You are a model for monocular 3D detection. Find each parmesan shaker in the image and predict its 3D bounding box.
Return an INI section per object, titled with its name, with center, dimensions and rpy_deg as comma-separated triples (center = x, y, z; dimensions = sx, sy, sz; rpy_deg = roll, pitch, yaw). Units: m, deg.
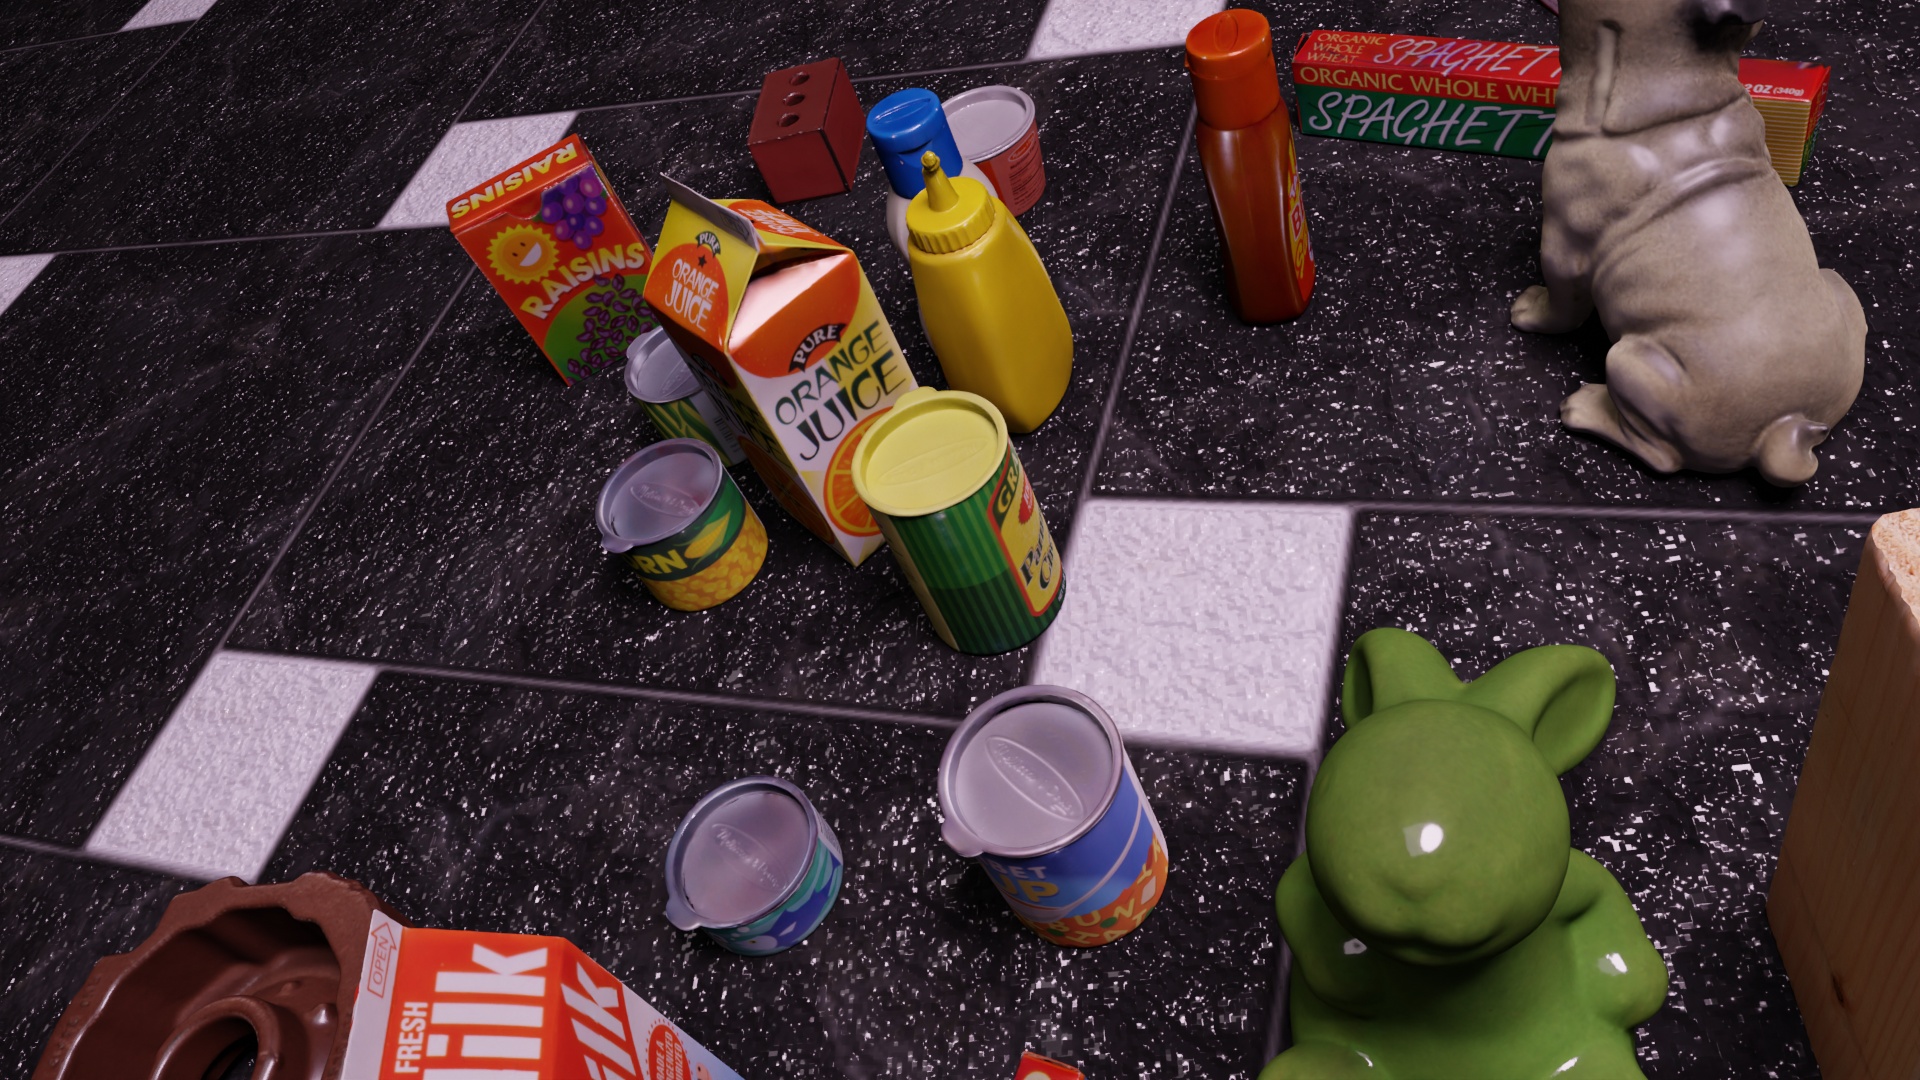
[parmesan shaker]
center = 0.002, -0.007, 0.598
dimensions = 0.071, 0.102, 0.072
rpy_deg = -11, 49, 14

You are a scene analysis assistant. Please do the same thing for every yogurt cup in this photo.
[yogurt cup]
center = 0.016, -0.220, 0.801
dimensions = 0.072, 0.053, 0.073
rpy_deg = -11, 49, 14

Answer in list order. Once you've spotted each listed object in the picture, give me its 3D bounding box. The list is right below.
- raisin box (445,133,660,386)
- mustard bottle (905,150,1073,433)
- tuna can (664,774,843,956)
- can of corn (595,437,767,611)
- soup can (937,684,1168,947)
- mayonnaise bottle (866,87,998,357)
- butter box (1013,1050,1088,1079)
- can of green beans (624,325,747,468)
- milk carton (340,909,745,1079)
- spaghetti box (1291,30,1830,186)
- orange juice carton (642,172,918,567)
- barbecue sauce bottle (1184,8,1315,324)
[raisin box]
center = -0.224, -0.159, 0.802
dimensions = 0.086, 0.123, 0.040
rpy_deg = -28, 47, -1
[mustard bottle]
center = 0.009, -0.120, 0.649
dimensions = 0.049, 0.159, 0.065
rpy_deg = 15, 60, 32
[tuna can]
center = -0.085, 0.134, 0.564
dimensions = 0.071, 0.032, 0.071
rpy_deg = -11, 49, 13
[can of corn]
center = -0.137, -0.005, 0.683
dimensions = 0.071, 0.058, 0.071
rpy_deg = -11, 49, 14
[soup can]
center = 0.034, 0.104, 0.506
dimensions = 0.071, 0.083, 0.072
rpy_deg = -11, 49, 14
[mayonnaise bottle]
center = -0.005, -0.152, 0.690
dimensions = 0.065, 0.147, 0.041
rpy_deg = -21, 48, 6
[butter box]
center = 0.019, 0.221, 0.436
dimensions = 0.024, 0.053, 0.104
rpy_deg = 8, 56, 28
[can of green beans]
center = -0.137, -0.080, 0.745
dimensions = 0.071, 0.057, 0.071
rpy_deg = -11, 49, 14
[milk carton]
center = -0.131, 0.186, 0.433
dimensions = 0.073, 0.189, 0.073
rpy_deg = -18, 48, 8
[spaghetti box]
center = 0.285, -0.218, 0.692
dimensions = 0.250, 0.050, 0.029
rpy_deg = 18, 61, 33
[orange juice carton]
center = -0.075, -0.082, 0.630
dimensions = 0.073, 0.191, 0.072
rpy_deg = -42, 49, -14
[barbecue sauce bottle]
center = 0.136, -0.173, 0.650
dimensions = 0.043, 0.148, 0.065
rpy_deg = -5, 51, 19
